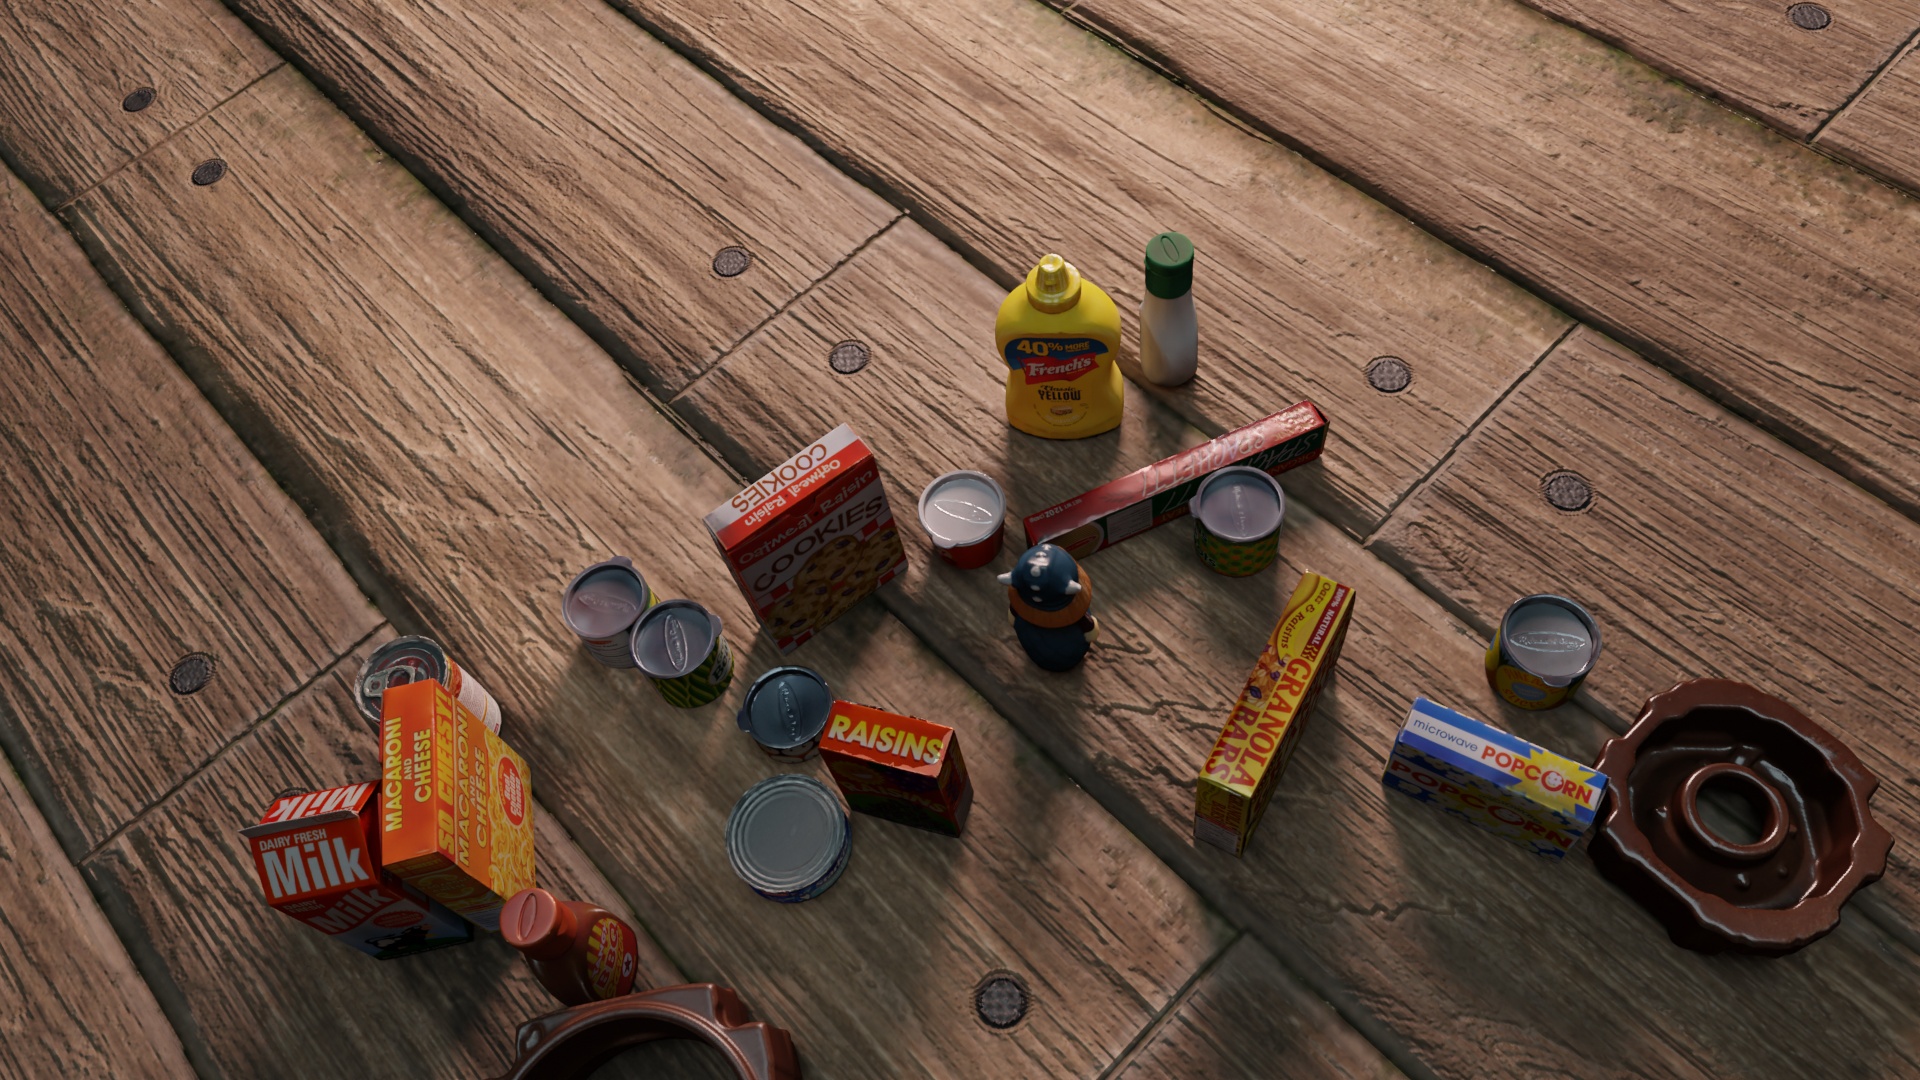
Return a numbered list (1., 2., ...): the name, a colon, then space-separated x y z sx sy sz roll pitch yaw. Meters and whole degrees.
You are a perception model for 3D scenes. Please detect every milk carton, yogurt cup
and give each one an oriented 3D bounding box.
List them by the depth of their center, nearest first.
1. milk carton: -0.395 0.216 0.923 0.072 0.189 0.074 -12 59 1
2. yogurt cup: 0.004 -0.014 1.082 0.072 0.053 0.073 -3 60 6

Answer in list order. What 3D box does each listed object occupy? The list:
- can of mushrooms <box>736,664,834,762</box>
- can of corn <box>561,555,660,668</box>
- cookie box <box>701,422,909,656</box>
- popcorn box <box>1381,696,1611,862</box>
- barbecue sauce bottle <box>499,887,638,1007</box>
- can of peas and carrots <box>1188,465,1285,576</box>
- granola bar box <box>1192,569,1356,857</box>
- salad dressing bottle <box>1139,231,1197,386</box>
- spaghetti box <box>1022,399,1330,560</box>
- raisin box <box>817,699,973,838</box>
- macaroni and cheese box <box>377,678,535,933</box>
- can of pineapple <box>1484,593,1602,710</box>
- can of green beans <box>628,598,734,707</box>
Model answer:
1. can of mushrooms: -0.128 0.129 1.029 0.071 0.033 0.071 -3 60 6
2. can of corn: -0.265 0.056 1.075 0.071 0.058 0.071 -3 60 6
3. cookie box: -0.108 0.003 1.022 0.123 0.166 0.040 -36 62 -13
4. popcorn box: 0.349 0.158 0.918 0.127 0.085 0.038 24 66 20
5. barbecue sauce bottle: -0.253 0.263 0.901 0.044 0.148 0.065 0 60 8
6. can of peas and carrots: 0.208 -0.013 1.052 0.071 0.058 0.071 -3 60 6
7. granola bar box: 0.211 0.119 0.937 0.039 0.123 0.166 24 66 20
8. salad dressing bottle: 0.166 -0.182 1.104 0.044 0.147 0.064 -18 60 -3
9. spaghetti box: 0.168 -0.042 1.079 0.250 0.050 0.029 -23 60 -6
10. raisin box: -0.041 0.157 0.949 0.086 0.123 0.040 12 63 14
11. macaroni and cheese box: -0.341 0.185 0.948 0.040 0.165 0.124 -14 59 0
12. can of pineapple: 0.406 0.080 0.971 0.071 0.057 0.071 -3 60 6
13. can of green beans: -0.210 0.086 1.051 0.071 0.057 0.071 -3 60 6
